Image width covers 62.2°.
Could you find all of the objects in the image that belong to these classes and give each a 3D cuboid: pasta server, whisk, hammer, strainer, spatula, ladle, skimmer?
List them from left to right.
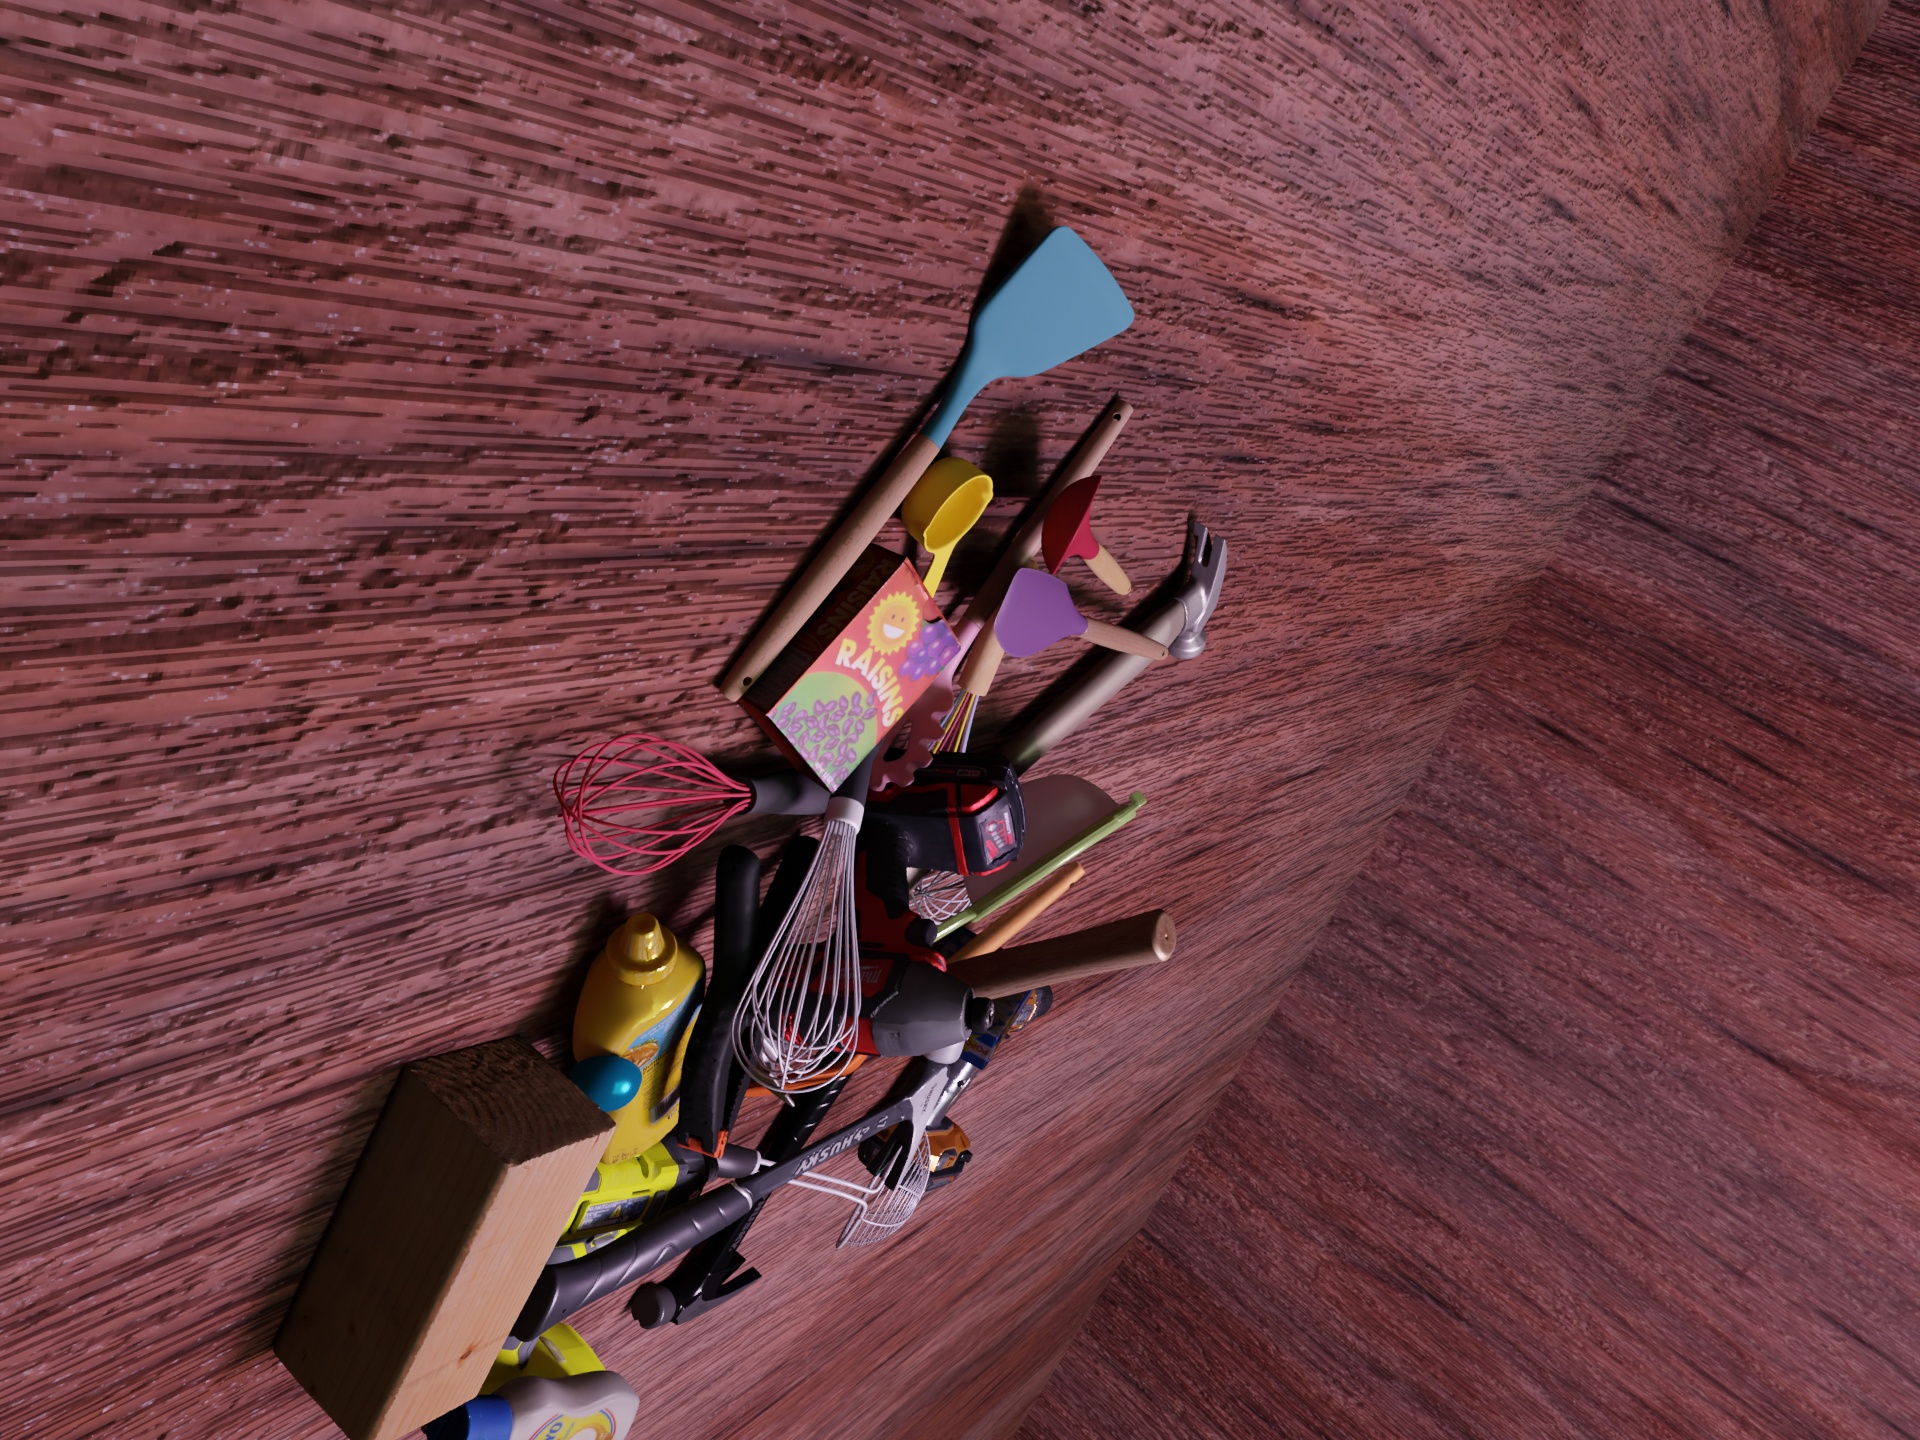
[{"bbox_3d":[-0.136,0.043,0.908,0.073,0.073,0.295,-60,161,11],"label":"whisk"},{"bbox_3d":[-0.142,0.325,1.103,0.409,0.036,0.149,-14,128,-53],"label":"hammer"},{"bbox_3d":[-0.143,0.347,1.263,0.362,0.090,0.127,33,88,-47],"label":"skimmer"},{"bbox_3d":[-0.146,0.362,1.341,0.335,0.035,0.146,-58,156,6],"label":"hammer"},{"bbox_3d":[-0.077,0.085,0.942,0.070,0.070,0.285,86,12,-56],"label":"whisk"},{"bbox_3d":[-0.029,-0.134,0.890,0.317,0.044,0.082,-52,133,-2],"label":"spatula"},{"bbox_3d":[-0.038,0.205,1.213,0.322,0.041,0.081,-39,158,5],"label":"spatula"},{"bbox_3d":[-0.013,0.175,1.033,0.031,0.331,0.130,57,33,-24],"label":"hammer"},{"bbox_3d":[-0.003,-0.005,1.126,0.047,0.051,0.245,-61,174,-74],"label":"whisk"},{"bbox_3d":[0.010,0.110,1.187,0.256,0.069,0.151,-30,173,-16],"label":"strainer"},{"bbox_3d":[0.025,0.116,1.330,0.058,0.059,0.246,-25,177,31],"label":"whisk"},{"bbox_3d":[0.024,-0.088,1.058,0.316,0.060,0.040,-55,-177,-7],"label":"pasta server"},{"bbox_3d":[0.075,-0.003,1.265,0.411,0.038,0.146,-41,154,-28],"label":"hammer"},{"bbox_3d":[0.094,-0.064,1.151,0.315,0.018,0.060,7,107,-64],"label":"spatula"},{"bbox_3d":[0.096,-0.116,1.115,0.069,0.031,0.315,-63,167,2],"label":"ladle"}]

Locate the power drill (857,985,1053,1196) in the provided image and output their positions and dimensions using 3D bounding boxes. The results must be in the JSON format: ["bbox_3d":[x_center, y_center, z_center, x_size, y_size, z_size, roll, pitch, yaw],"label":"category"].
[{"bbox_3d":[0.008,0.339,1.552,0.226,0.084,0.185,-61,158,4],"label":"power drill"}]

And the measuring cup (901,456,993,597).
[{"bbox_3d":[-0.025,-0.101,0.978,0.062,0.029,0.156,-34,161,-38],"label":"measuring cup"}]

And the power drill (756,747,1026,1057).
[{"bbox_3d":[-0.031,0.118,1.011,0.220,0.143,0.078,-69,156,-46],"label":"power drill"}]

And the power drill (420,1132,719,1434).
[{"bbox_3d":[-0.263,0.377,1.069,0.171,0.080,0.223,11,110,-54],"label":"power drill"}]

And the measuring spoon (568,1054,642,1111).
[{"bbox_3d":[-0.242,0.237,0.940,0.128,0.021,0.042,-32,129,18],"label":"measuring spoon"}]
